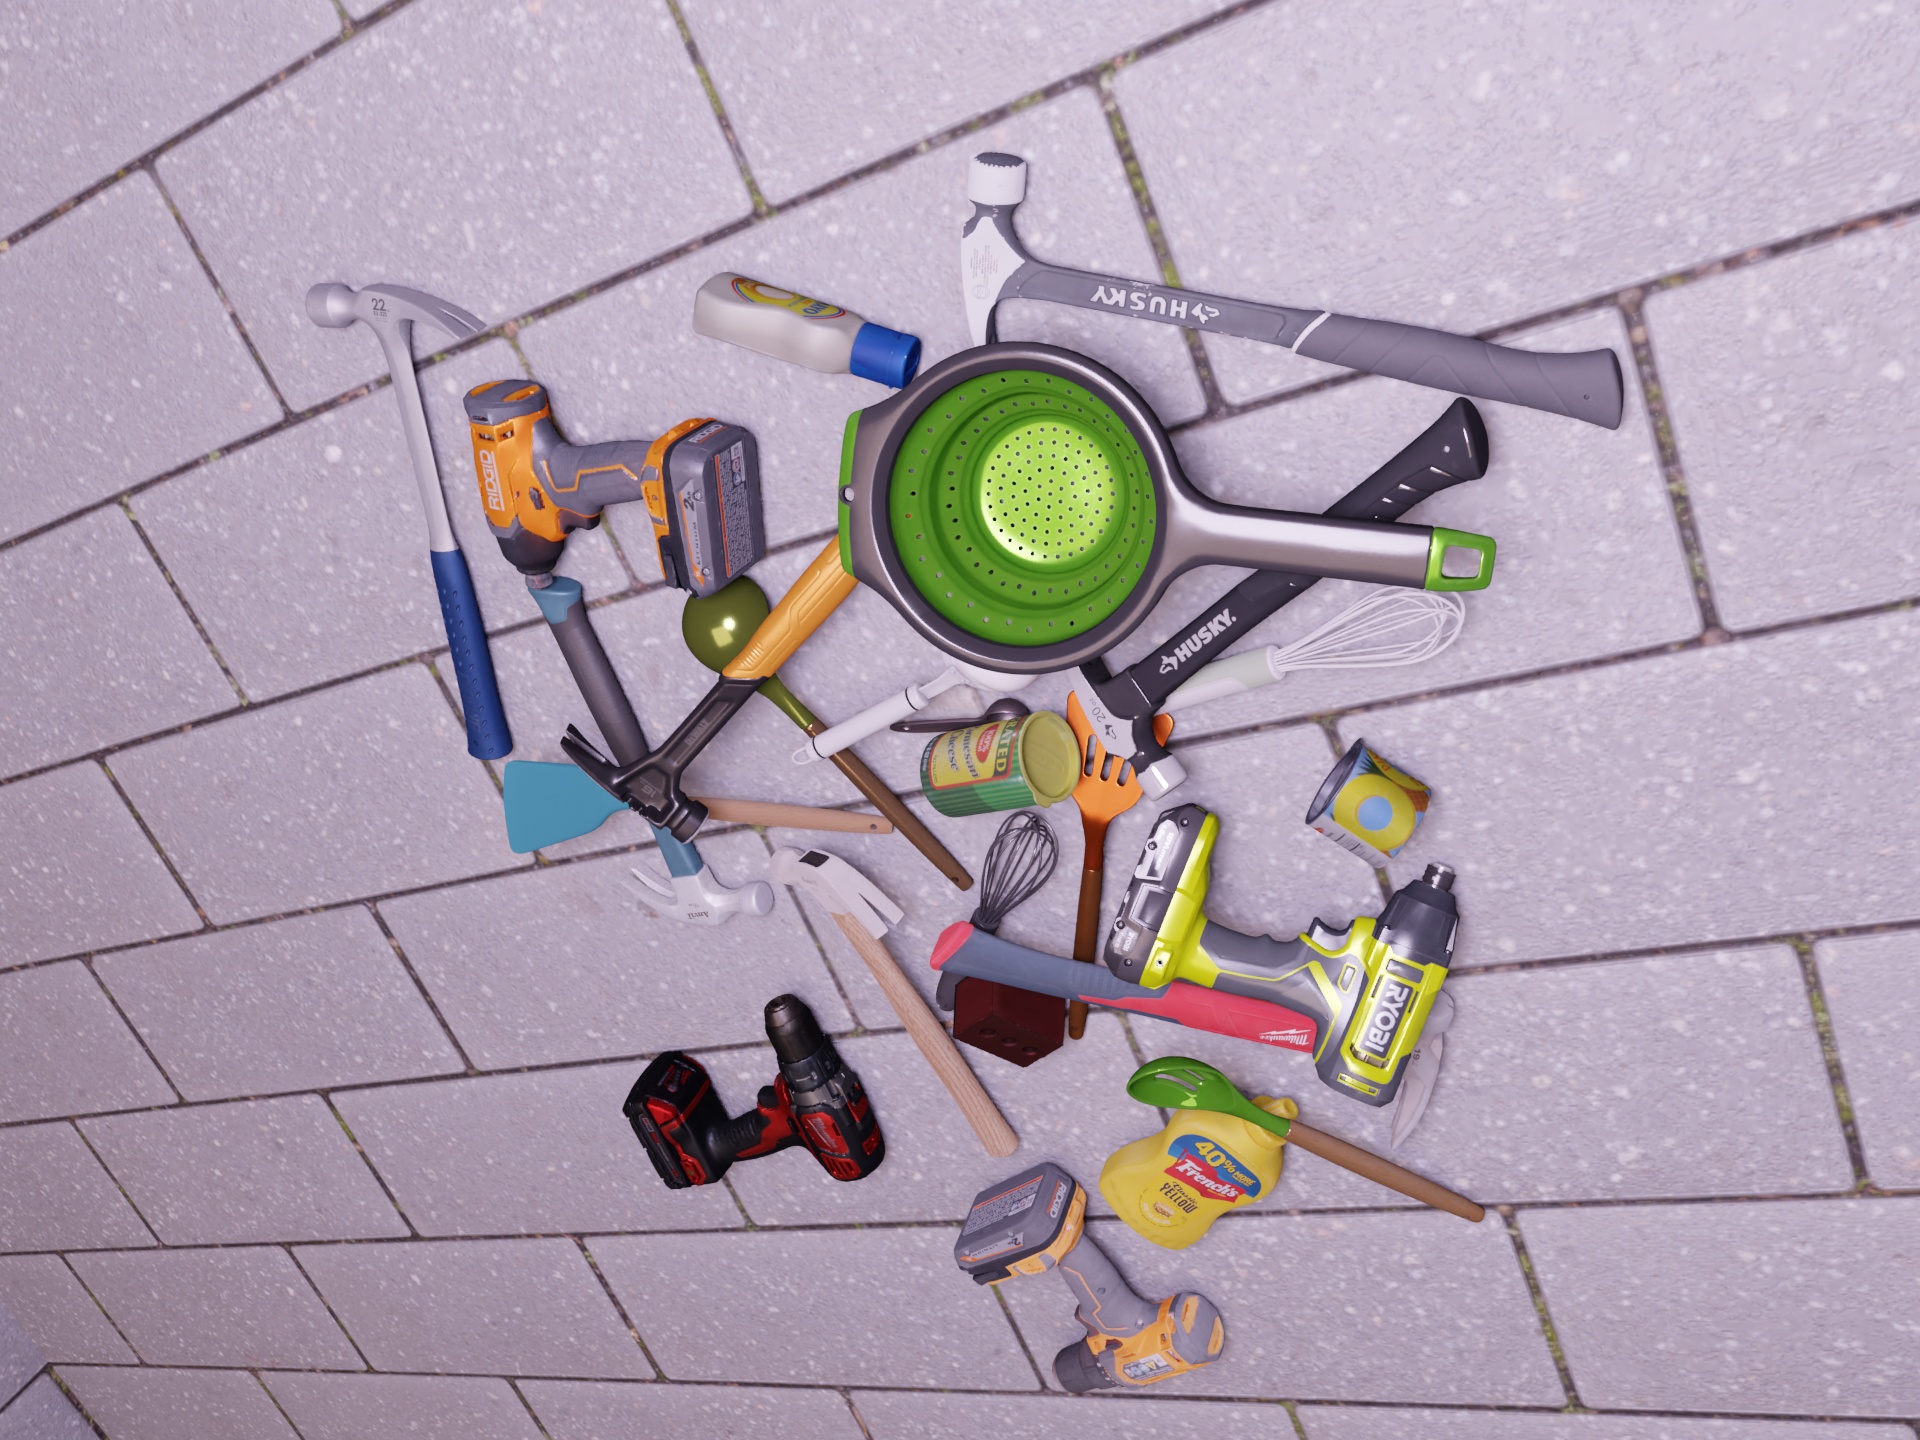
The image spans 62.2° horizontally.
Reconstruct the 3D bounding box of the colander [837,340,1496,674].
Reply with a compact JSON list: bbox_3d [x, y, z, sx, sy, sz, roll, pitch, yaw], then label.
[{"bbox_3d":[0.124,-0.126,0.989,0.397,0.094,0.204,9,108,15],"label":"colander"}]

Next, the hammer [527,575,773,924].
[{"bbox_3d":[-0.273,0.030,1.334,0.128,0.033,0.330,-10,114,28],"label":"hammer"}]

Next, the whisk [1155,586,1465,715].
[{"bbox_3d":[0.217,-0.040,1.059,0.246,0.059,0.057,-17,140,36],"label":"whisk"}]

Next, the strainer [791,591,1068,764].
[{"bbox_3d":[-0.024,-0.019,1.160,0.258,0.050,0.086,-27,132,27],"label":"strainer"}]

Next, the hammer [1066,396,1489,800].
[{"bbox_3d":[0.195,-0.090,1.013,0.334,0.035,0.146,-41,78,38],"label":"hammer"}]

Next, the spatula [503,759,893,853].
[{"bbox_3d":[-0.212,0.077,1.292,0.317,0.044,0.082,4,108,9],"label":"spatula"}]

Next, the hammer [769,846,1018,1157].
[{"bbox_3d":[-0.039,0.242,1.332,0.130,0.031,0.331,4,130,56],"label":"hammer"}]

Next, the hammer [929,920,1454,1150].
[{"bbox_3d":[0.165,0.228,1.216,0.386,0.038,0.143,11,124,10],"label":"hammer"}]

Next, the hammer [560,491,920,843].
[{"bbox_3d":[-0.150,-0.055,1.166,0.127,0.034,0.337,39,111,-16],"label":"hammer"}]

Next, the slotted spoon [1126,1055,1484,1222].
[{"bbox_3d":[0.268,0.321,1.212,0.313,0.031,0.070,26,137,-11],"label":"slotted spoon"}]

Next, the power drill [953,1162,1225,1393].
[{"bbox_3d":[0.098,0.513,1.422,0.226,0.084,0.185,45,128,-10],"label":"power drill"}]

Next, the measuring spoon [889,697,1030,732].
[{"bbox_3d":[-0.002,-0.004,1.199,0.124,0.018,0.034,-5,158,33],"label":"measuring spoon"}]

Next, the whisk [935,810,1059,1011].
[{"bbox_3d":[0.024,0.159,1.267,0.055,0.055,0.238,29,131,7],"label":"whisk"}]

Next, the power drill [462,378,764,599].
[{"bbox_3d":[-0.263,-0.159,1.190,0.226,0.084,0.164,13,124,22],"label":"power drill"}]

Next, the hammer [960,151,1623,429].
[{"bbox_3d":[0.190,-0.233,0.963,0.409,0.036,0.149,16,125,15],"label":"hammer"}]

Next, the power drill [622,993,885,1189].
[{"bbox_3d":[-0.195,0.342,1.456,0.227,0.080,0.187,-12,113,27],"label":"power drill"}]

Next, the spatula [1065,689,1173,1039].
[{"bbox_3d":[0.104,0.124,1.222,0.081,0.041,0.322,16,128,18],"label":"spatula"}]

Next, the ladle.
[{"bbox_3d":[-0.096,0.014,1.245,0.078,0.062,0.320,-34,107,30],"label":"ladle"}]

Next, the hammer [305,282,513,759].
[{"bbox_3d":[-0.418,-0.149,1.292,0.144,0.035,0.405,8,121,21],"label":"hammer"}]

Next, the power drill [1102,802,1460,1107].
[{"bbox_3d":[0.229,0.149,1.124,0.223,0.080,0.171,22,93,10],"label":"power drill"}]
